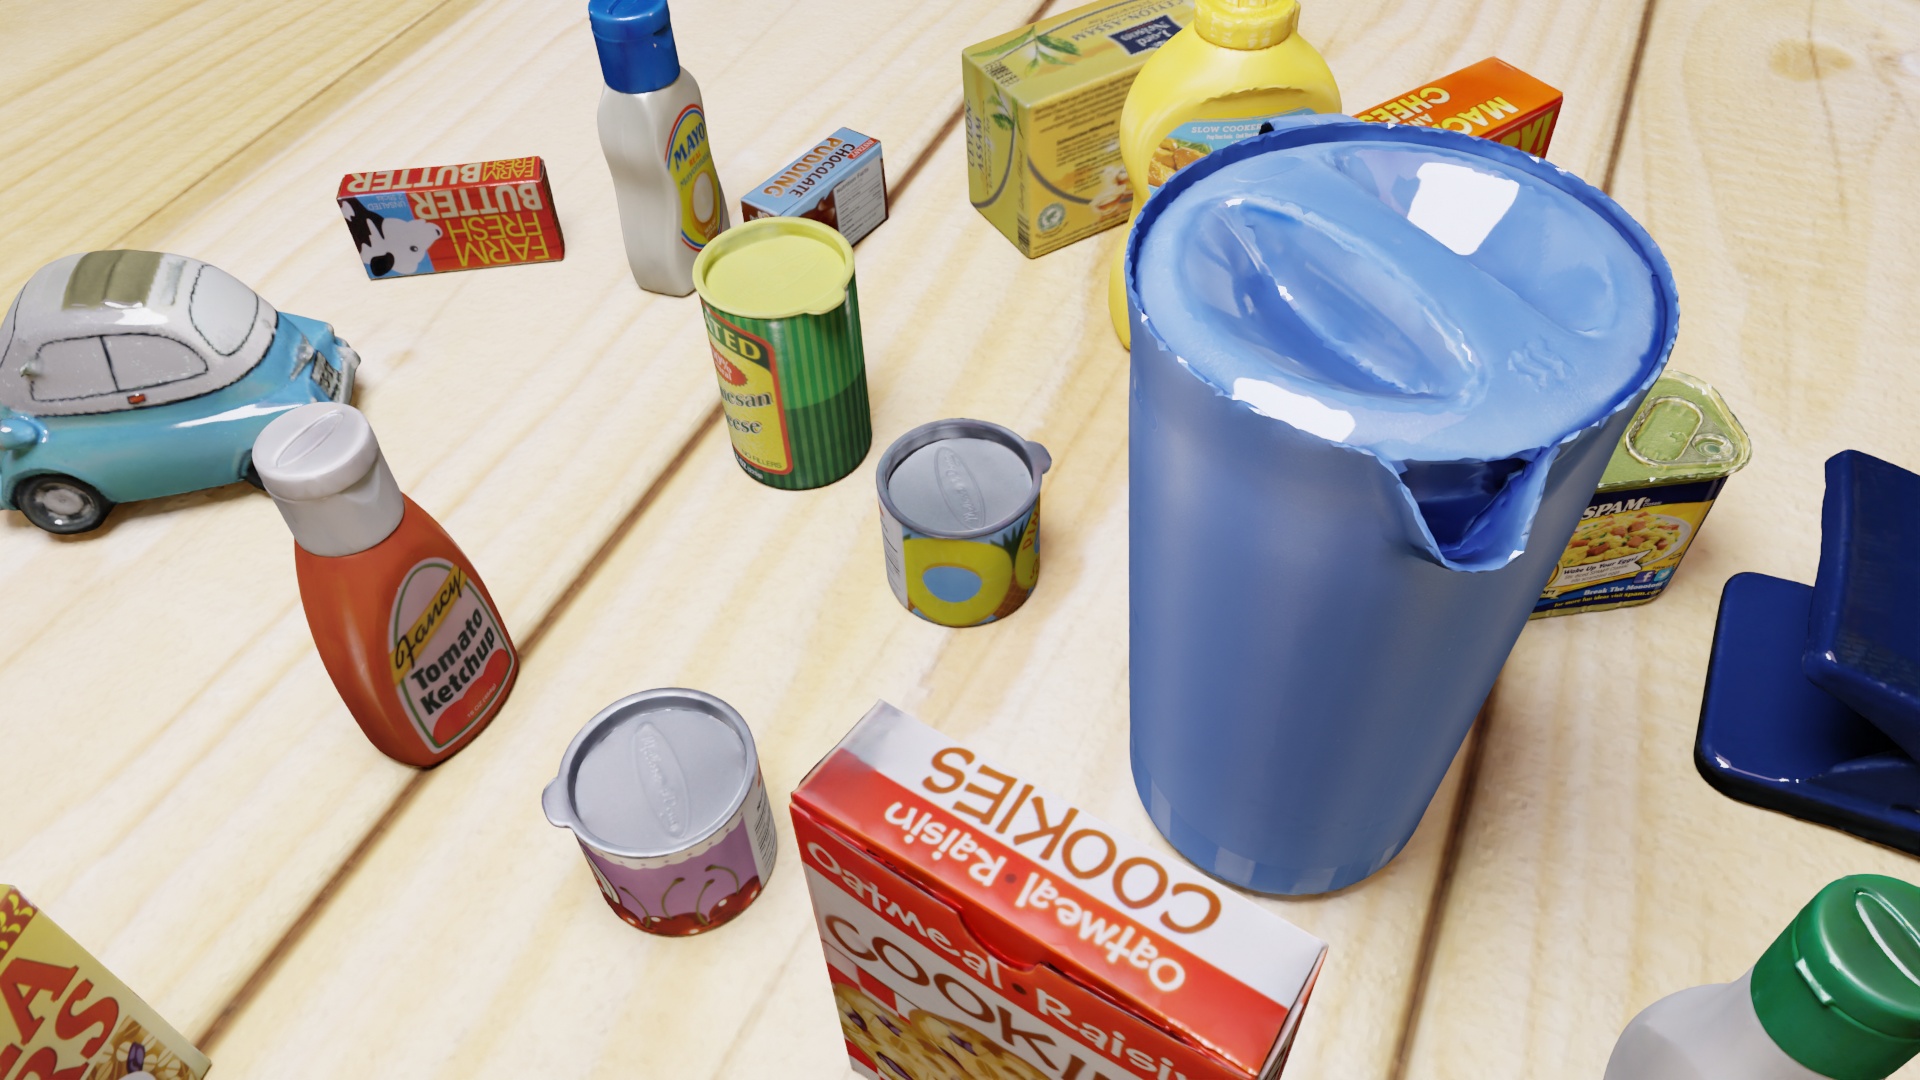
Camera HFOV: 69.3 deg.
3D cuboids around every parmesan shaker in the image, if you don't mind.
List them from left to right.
[{"bbox_3d":[-0.073,-0.078,0.604,0.071,0.102,0.072,-1,48,1],"label":"parmesan shaker"}]

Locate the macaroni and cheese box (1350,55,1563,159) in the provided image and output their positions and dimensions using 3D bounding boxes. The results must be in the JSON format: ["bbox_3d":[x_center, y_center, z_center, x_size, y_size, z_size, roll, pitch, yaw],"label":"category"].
[{"bbox_3d":[0.171,-0.098,0.570,0.124,0.165,0.040,-27,53,-20],"label":"macaroni and cheese box"}]

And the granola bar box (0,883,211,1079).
[{"bbox_3d":[-0.284,0.189,0.361,0.039,0.123,0.166,9,49,10],"label":"granola bar box"}]

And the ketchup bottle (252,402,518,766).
[{"bbox_3d":[-0.205,0.016,0.495,0.043,0.148,0.065,19,52,18],"label":"ketchup bottle"}]

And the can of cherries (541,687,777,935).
[{"bbox_3d":[-0.102,0.095,0.481,0.071,0.058,0.072,-1,48,1],"label":"can of cherries"}]

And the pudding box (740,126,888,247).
[{"bbox_3d":[-0.074,-0.173,0.725,0.030,0.049,0.084,27,55,24],"label":"pudding box"}]

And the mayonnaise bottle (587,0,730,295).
[{"bbox_3d":[-0.148,-0.195,0.682,0.041,0.147,0.065,14,51,15],"label":"mayonnaise bottle"}]

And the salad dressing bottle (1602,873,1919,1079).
[{"bbox_3d":[0.215,0.140,0.369,0.044,0.146,0.064,-13,49,-9],"label":"salad dressing bottle"}]

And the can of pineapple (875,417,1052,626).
[{"bbox_3d":[0.002,-0.007,0.568,0.071,0.057,0.071,-1,48,1],"label":"can of pineapple"}]

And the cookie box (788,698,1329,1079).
[{"bbox_3d":[0.022,0.129,0.373,0.123,0.166,0.040,25,54,23],"label":"cookie box"}]

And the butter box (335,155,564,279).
[{"bbox_3d":[-0.264,-0.168,0.726,0.103,0.052,0.024,-7,48,-4],"label":"butter box"}]
